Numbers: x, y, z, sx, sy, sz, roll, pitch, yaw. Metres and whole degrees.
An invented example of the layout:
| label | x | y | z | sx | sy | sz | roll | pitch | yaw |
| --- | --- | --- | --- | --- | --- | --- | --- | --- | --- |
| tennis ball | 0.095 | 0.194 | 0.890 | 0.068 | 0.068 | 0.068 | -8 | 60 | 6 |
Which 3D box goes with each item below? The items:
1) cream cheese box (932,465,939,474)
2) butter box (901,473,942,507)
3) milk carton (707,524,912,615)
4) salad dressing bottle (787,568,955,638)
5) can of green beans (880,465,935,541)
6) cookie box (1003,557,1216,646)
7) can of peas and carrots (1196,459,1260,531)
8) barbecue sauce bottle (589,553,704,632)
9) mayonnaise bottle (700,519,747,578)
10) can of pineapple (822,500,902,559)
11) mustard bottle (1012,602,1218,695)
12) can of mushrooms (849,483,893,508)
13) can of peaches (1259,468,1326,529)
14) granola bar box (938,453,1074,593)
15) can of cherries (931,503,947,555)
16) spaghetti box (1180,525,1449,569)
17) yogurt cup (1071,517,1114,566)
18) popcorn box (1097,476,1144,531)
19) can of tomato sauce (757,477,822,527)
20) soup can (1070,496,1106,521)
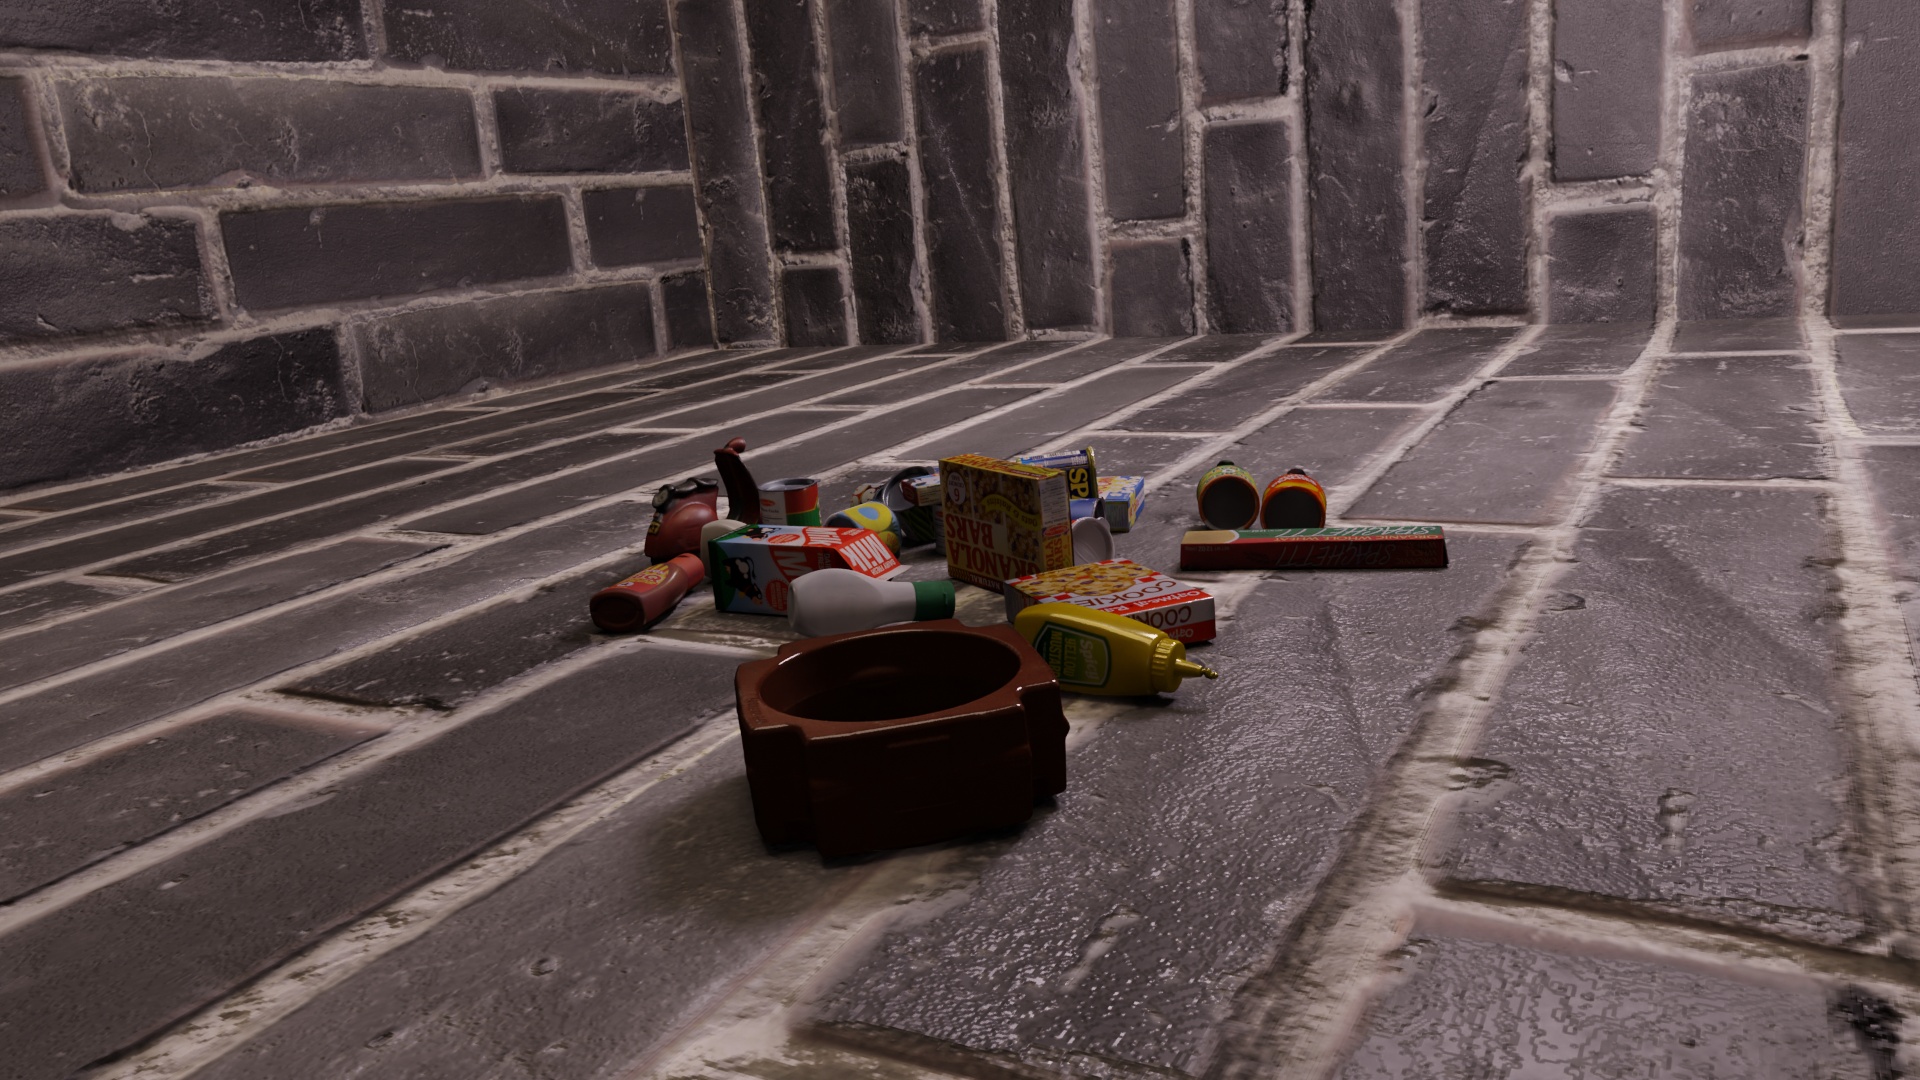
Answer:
| label | x | y | z | sx | sy | sz | roll | pitch | yaw |
| --- | --- | --- | --- | --- | --- | --- | --- | --- | --- |
| cream cheese box | -0.037 | -0.073 | 1.745 | 0.053 | 0.024 | 0.103 | -9 | -7 | -7 |
| butter box | -0.007 | -0.060 | 1.508 | 0.104 | 0.024 | 0.053 | -11 | 15 | -18 |
| milk carton | -0.145 | 0.029 | 1.345 | 0.190 | 0.073 | 0.072 | 2 | 15 | 27 |
| salad dressing bottle | -0.080 | 0.057 | 1.249 | 0.148 | 0.064 | 0.044 | -1 | -8 | -17 |
| can of green beans | -0.047 | -0.041 | 1.570 | 0.071 | 0.057 | 0.071 | -18 | 46 | 19 |
| cookie box | 0.125 | 0.059 | 1.198 | 0.123 | 0.040 | 0.167 | -10 | 14 | -19 |
| can of peas and carrots | 0.288 | -0.047 | 1.497 | 0.071 | 0.070 | 0.059 | -3 | 14 | 9 |
| barbecue sauce bottle | -0.305 | 0.050 | 1.384 | 0.065 | 0.043 | 0.149 | -2 | 14 | 18 |
| mayonnaise bottle | -0.200 | 0.014 | 1.459 | 0.148 | 0.064 | 0.041 | 4 | 12 | 19 |
| can of pineapple | -0.104 | -0.003 | 1.479 | 0.071 | 0.070 | 0.058 | 6 | 18 | 39 |
| mustard bottle | 0.116 | 0.086 | 1.046 | 0.160 | 0.065 | 0.049 | 7 | 14 | 30 |
| can of mushrooms | -0.097 | -0.031 | 1.591 | 0.033 | 0.071 | 0.071 | 3 | 16 | 31 |
| can of peaches | 0.341 | -0.033 | 1.424 | 0.071 | 0.071 | 0.058 | -1 | 15 | 16 |
| granola bar box | 0.044 | -0.013 | 1.341 | 0.039 | 0.124 | 0.165 | -14 | 16 | -32 |
| can of cherries | 0.005 | -0.019 | 1.516 | 0.071 | 0.058 | 0.071 | -6 | 13 | 1 |
| spaghetti box | 0.341 | 0.007 | 1.348 | 0.250 | 0.028 | 0.050 | -1 | 15 | 16 |
| yogurt cup | 0.107 | 0.012 | 1.348 | 0.072 | 0.072 | 0.054 | -17 | 10 | -39 |
| popcorn box | 0.161 | -0.043 | 1.595 | 0.085 | 0.038 | 0.127 | 0 | 14 | 16 |
| can of tomato sauce | -0.187 | -0.024 | 1.552 | 0.071 | 0.083 | 0.071 | -5 | 14 | 1 |
| soup can | 0.104 | -0.012 | 1.428 | 0.084 | 0.071 | 0.071 | -1 | 14 | 18 |
